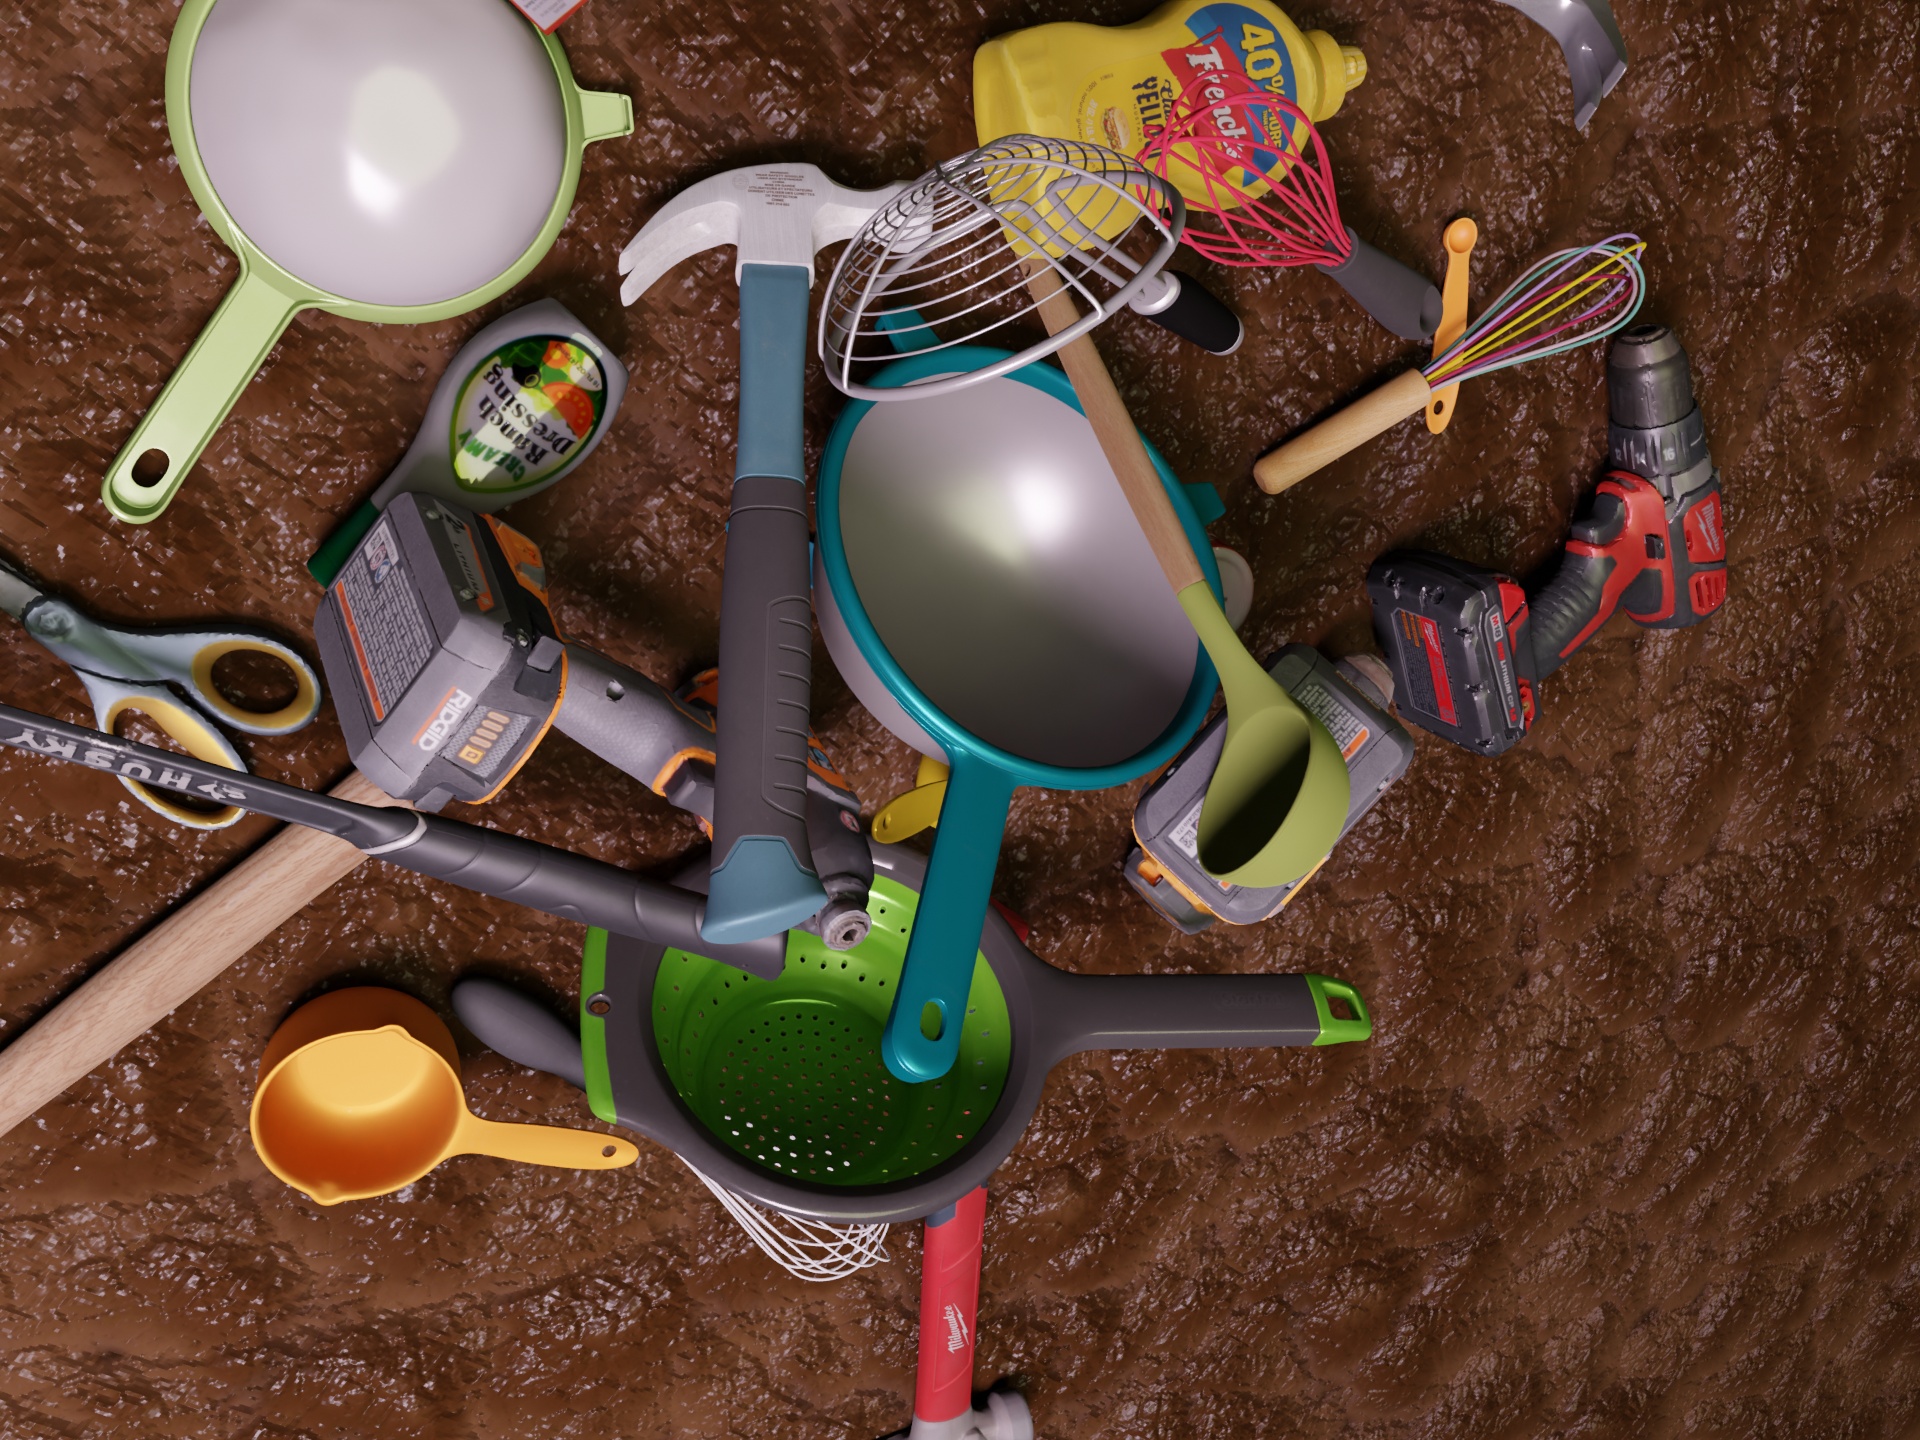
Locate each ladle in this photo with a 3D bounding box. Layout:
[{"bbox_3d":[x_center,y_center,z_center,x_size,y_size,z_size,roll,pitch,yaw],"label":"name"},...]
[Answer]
[{"bbox_3d":[0.080,-0.079,0.688,0.062,0.320,0.078,-10,159,-36],"label":"ladle"}]

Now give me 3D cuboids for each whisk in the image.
[{"bbox_3d":[0.263,-0.188,0.849,0.245,0.047,0.051,-31,112,-3],"label":"whisk"},{"bbox_3d":[-0.137,0.206,0.799,0.284,0.070,0.070,41,89,-28],"label":"whisk"},{"bbox_3d":[0.165,-0.224,0.737,0.295,0.073,0.073,5,109,-54],"label":"whisk"}]

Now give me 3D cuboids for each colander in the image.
[{"bbox_3d":[0.011,0.163,0.791,0.397,0.205,0.094,3,140,-17],"label":"colander"}]

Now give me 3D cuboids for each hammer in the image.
[{"bbox_3d":[-0.369,0.128,0.664,0.331,0.031,0.129,-40,123,-8],"label":"hammer"},{"bbox_3d":[-0.072,-0.077,0.614,0.128,0.033,0.331,2,67,-8],"label":"hammer"},{"bbox_3d":[0.115,-0.338,0.688,0.405,0.144,0.035,0,148,-21],"label":"hammer"},{"bbox_3d":[-0.016,0.276,0.900,0.143,0.038,0.386,-6,112,-23],"label":"hammer"},{"bbox_3d":[-0.246,0.042,0.626,0.408,0.036,0.149,22,143,-29],"label":"hammer"}]

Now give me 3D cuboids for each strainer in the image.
[{"bbox_3d":[-0.001,-0.002,0.695,0.210,0.095,0.341,26,59,-22],"label":"strainer"},{"bbox_3d":[-0.238,-0.176,0.586,0.151,0.069,0.256,34,91,-33],"label":"strainer"}]

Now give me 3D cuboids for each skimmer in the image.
[{"bbox_3d":[0.064,-0.154,0.635,0.363,0.127,0.090,-9,87,-66],"label":"skimmer"}]

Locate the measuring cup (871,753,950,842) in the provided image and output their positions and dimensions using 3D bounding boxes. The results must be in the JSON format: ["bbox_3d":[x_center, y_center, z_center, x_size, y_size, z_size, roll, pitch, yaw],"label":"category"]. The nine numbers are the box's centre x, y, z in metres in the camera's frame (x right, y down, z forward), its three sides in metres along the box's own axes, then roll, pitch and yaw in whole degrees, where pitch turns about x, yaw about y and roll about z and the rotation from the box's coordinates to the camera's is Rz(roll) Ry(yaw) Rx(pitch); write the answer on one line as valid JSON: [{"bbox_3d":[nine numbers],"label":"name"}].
[{"bbox_3d":[-0.020,0.034,0.754,0.156,0.029,0.062,-19,119,-68],"label":"measuring cup"}]

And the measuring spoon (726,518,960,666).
[{"bbox_3d":[-0.058,-0.063,0.758,0.128,0.021,0.042,26,67,-24],"label":"measuring spoon"}]

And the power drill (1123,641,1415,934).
[{"bbox_3d":[0.163,0.025,0.803,0.084,0.226,0.185,43,87,9],"label":"power drill"}]

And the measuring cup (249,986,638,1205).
[{"bbox_3d":[-0.234,0.174,0.732,0.173,0.052,0.095,18,105,-28],"label":"measuring cup"}]

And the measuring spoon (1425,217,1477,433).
[{"bbox_3d":[0.264,-0.214,0.866,0.021,0.011,0.116,-11,118,-20],"label":"measuring spoon"}]

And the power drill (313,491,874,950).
[{"bbox_3d":[-0.130,0.012,0.640,0.226,0.164,0.084,29,106,-43],"label":"power drill"}]

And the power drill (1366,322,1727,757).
[{"bbox_3d":[0.347,-0.103,0.914,0.226,0.080,0.187,-31,121,-16],"label":"power drill"}]
